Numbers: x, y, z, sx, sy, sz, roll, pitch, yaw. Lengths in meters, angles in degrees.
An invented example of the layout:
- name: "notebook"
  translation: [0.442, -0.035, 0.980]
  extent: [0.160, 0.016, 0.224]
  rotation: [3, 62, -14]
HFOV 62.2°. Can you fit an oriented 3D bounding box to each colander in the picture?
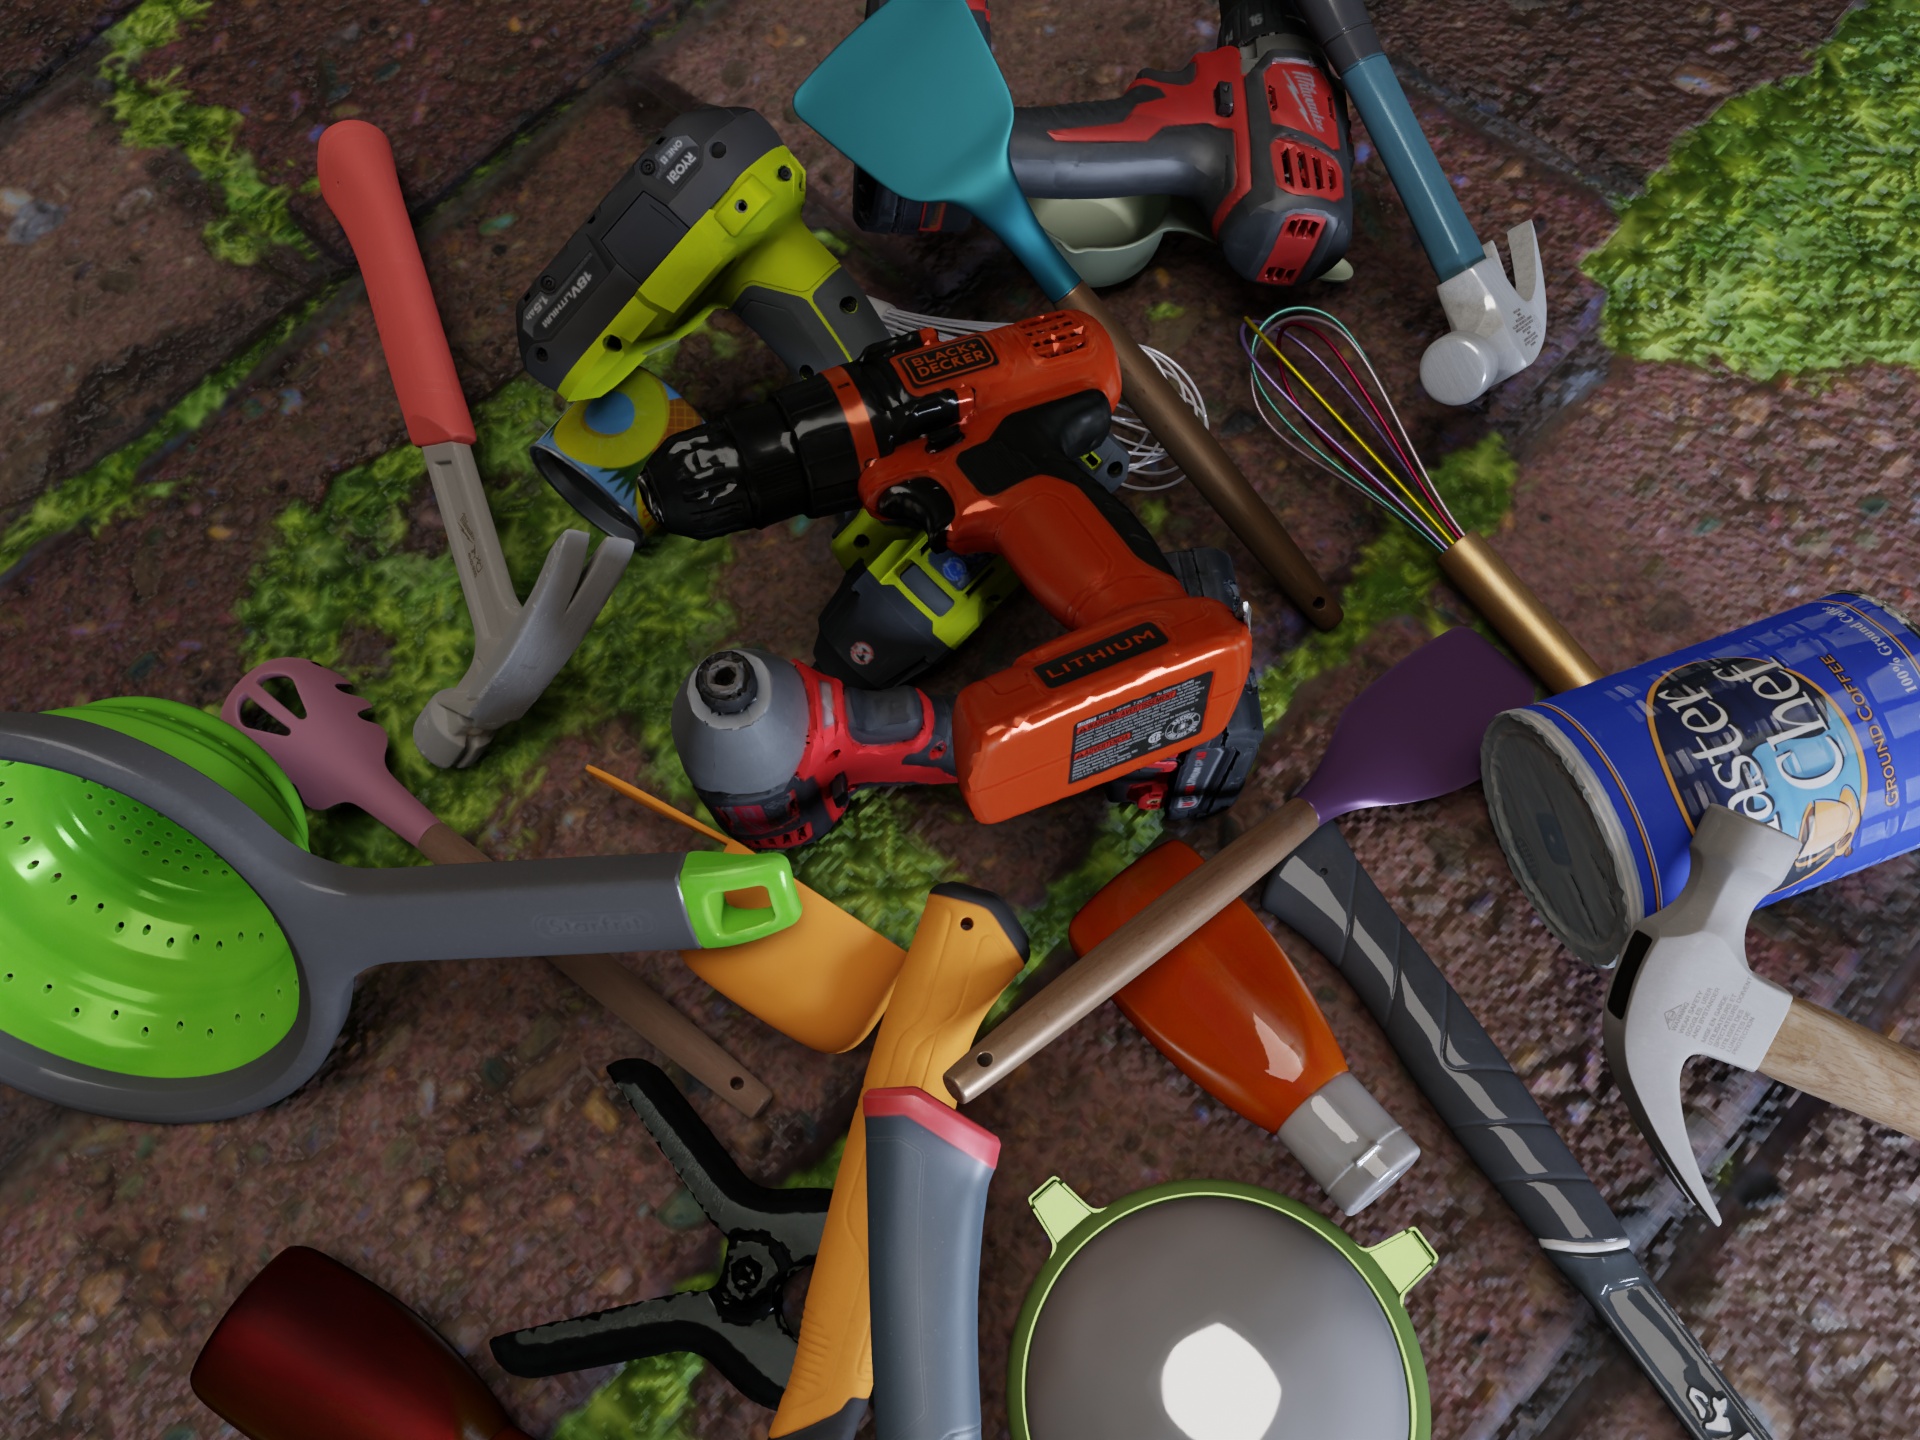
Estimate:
- name: "colander"
  translation: [-0.249, 0.053, 0.616]
  extent: [0.397, 0.204, 0.095]
  rotation: [-4, 35, 10]

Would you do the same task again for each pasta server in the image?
- name: "pasta server"
  translation: [-0.203, 0.067, 0.676]
  extent: [0.316, 0.040, 0.060]
  rotation: [35, 75, 14]

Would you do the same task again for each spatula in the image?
- name: "spatula"
  translation: [0.117, 0.051, 0.612]
  extent: [0.316, 0.018, 0.060]
  rotation: [-32, 67, -26]
- name: "spatula"
  translation: [0.061, -0.160, 0.663]
  extent: [0.082, 0.044, 0.317]
  rotation: [-39, 104, 8]

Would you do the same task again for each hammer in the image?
- name: "hammer"
  translation: [0.170, -0.301, 0.699]
  extent: [0.128, 0.033, 0.331]
  rotation: [-32, 96, -48]
- name: "hammer"
  translation: [-0.050, 0.217, 0.554]
  extent: [0.127, 0.034, 0.337]
  rotation: [17, 78, 3]
- name: "hammer"
  translation: [-0.244, -0.162, 0.738]
  extent: [0.149, 0.036, 0.359]
  rotation: [-45, 55, 34]
- name: "hammer"
  translation: [-0.020, 0.313, 0.498]
  extent: [0.143, 0.038, 0.386]
  rotation: [-4, 78, -2]
- name: "hammer"
  translation: [0.376, 0.153, 0.538]
  extent: [0.331, 0.031, 0.130]
  rotation: [24, 97, 1]
- name: "hammer"
  translation: [0.241, 0.202, 0.568]
  extent: [0.149, 0.036, 0.409]
  rotation: [-30, 67, -8]

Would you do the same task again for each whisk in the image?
- name: "whisk"
  translation: [-0.014, -0.176, 0.747]
  extent: [0.285, 0.070, 0.070]
  rotation: [24, 71, 20]
- name: "whisk"
  translation: [0.204, -0.092, 0.696]
  extent: [0.051, 0.047, 0.245]
  rotation: [-33, 72, -10]

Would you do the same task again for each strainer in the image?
- name: "strainer"
  translation: [0.079, 0.279, 0.528]
  extent: [0.151, 0.069, 0.256]
  rotation: [5, 65, 11]

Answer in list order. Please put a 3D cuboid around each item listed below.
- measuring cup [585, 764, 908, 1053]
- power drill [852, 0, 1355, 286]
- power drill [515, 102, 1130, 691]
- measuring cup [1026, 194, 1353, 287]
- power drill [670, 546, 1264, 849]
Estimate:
- name: "measuring cup"
  translation: [-0.100, 0.073, 0.635]
  extent: [0.174, 0.095, 0.052]
  rotation: [27, 80, 26]
- name: "power drill"
  translation: [0.068, -0.296, 0.733]
  extent: [0.226, 0.080, 0.188]
  rotation: [4, 65, -8]
- name: "power drill"
  translation: [-0.065, -0.124, 0.662]
  extent: [0.223, 0.080, 0.171]
  rotation: [44, 104, -9]
- name: "measuring cup"
  translation: [0.105, -0.231, 0.768]
  extent: [0.167, 0.038, 0.083]
  rotation: [18, 64, 0]
- name: "power drill"
  translation: [-0.001, -0.002, 0.621]
  extent: [0.219, 0.143, 0.079]
  rotation: [-7, 70, 0]
